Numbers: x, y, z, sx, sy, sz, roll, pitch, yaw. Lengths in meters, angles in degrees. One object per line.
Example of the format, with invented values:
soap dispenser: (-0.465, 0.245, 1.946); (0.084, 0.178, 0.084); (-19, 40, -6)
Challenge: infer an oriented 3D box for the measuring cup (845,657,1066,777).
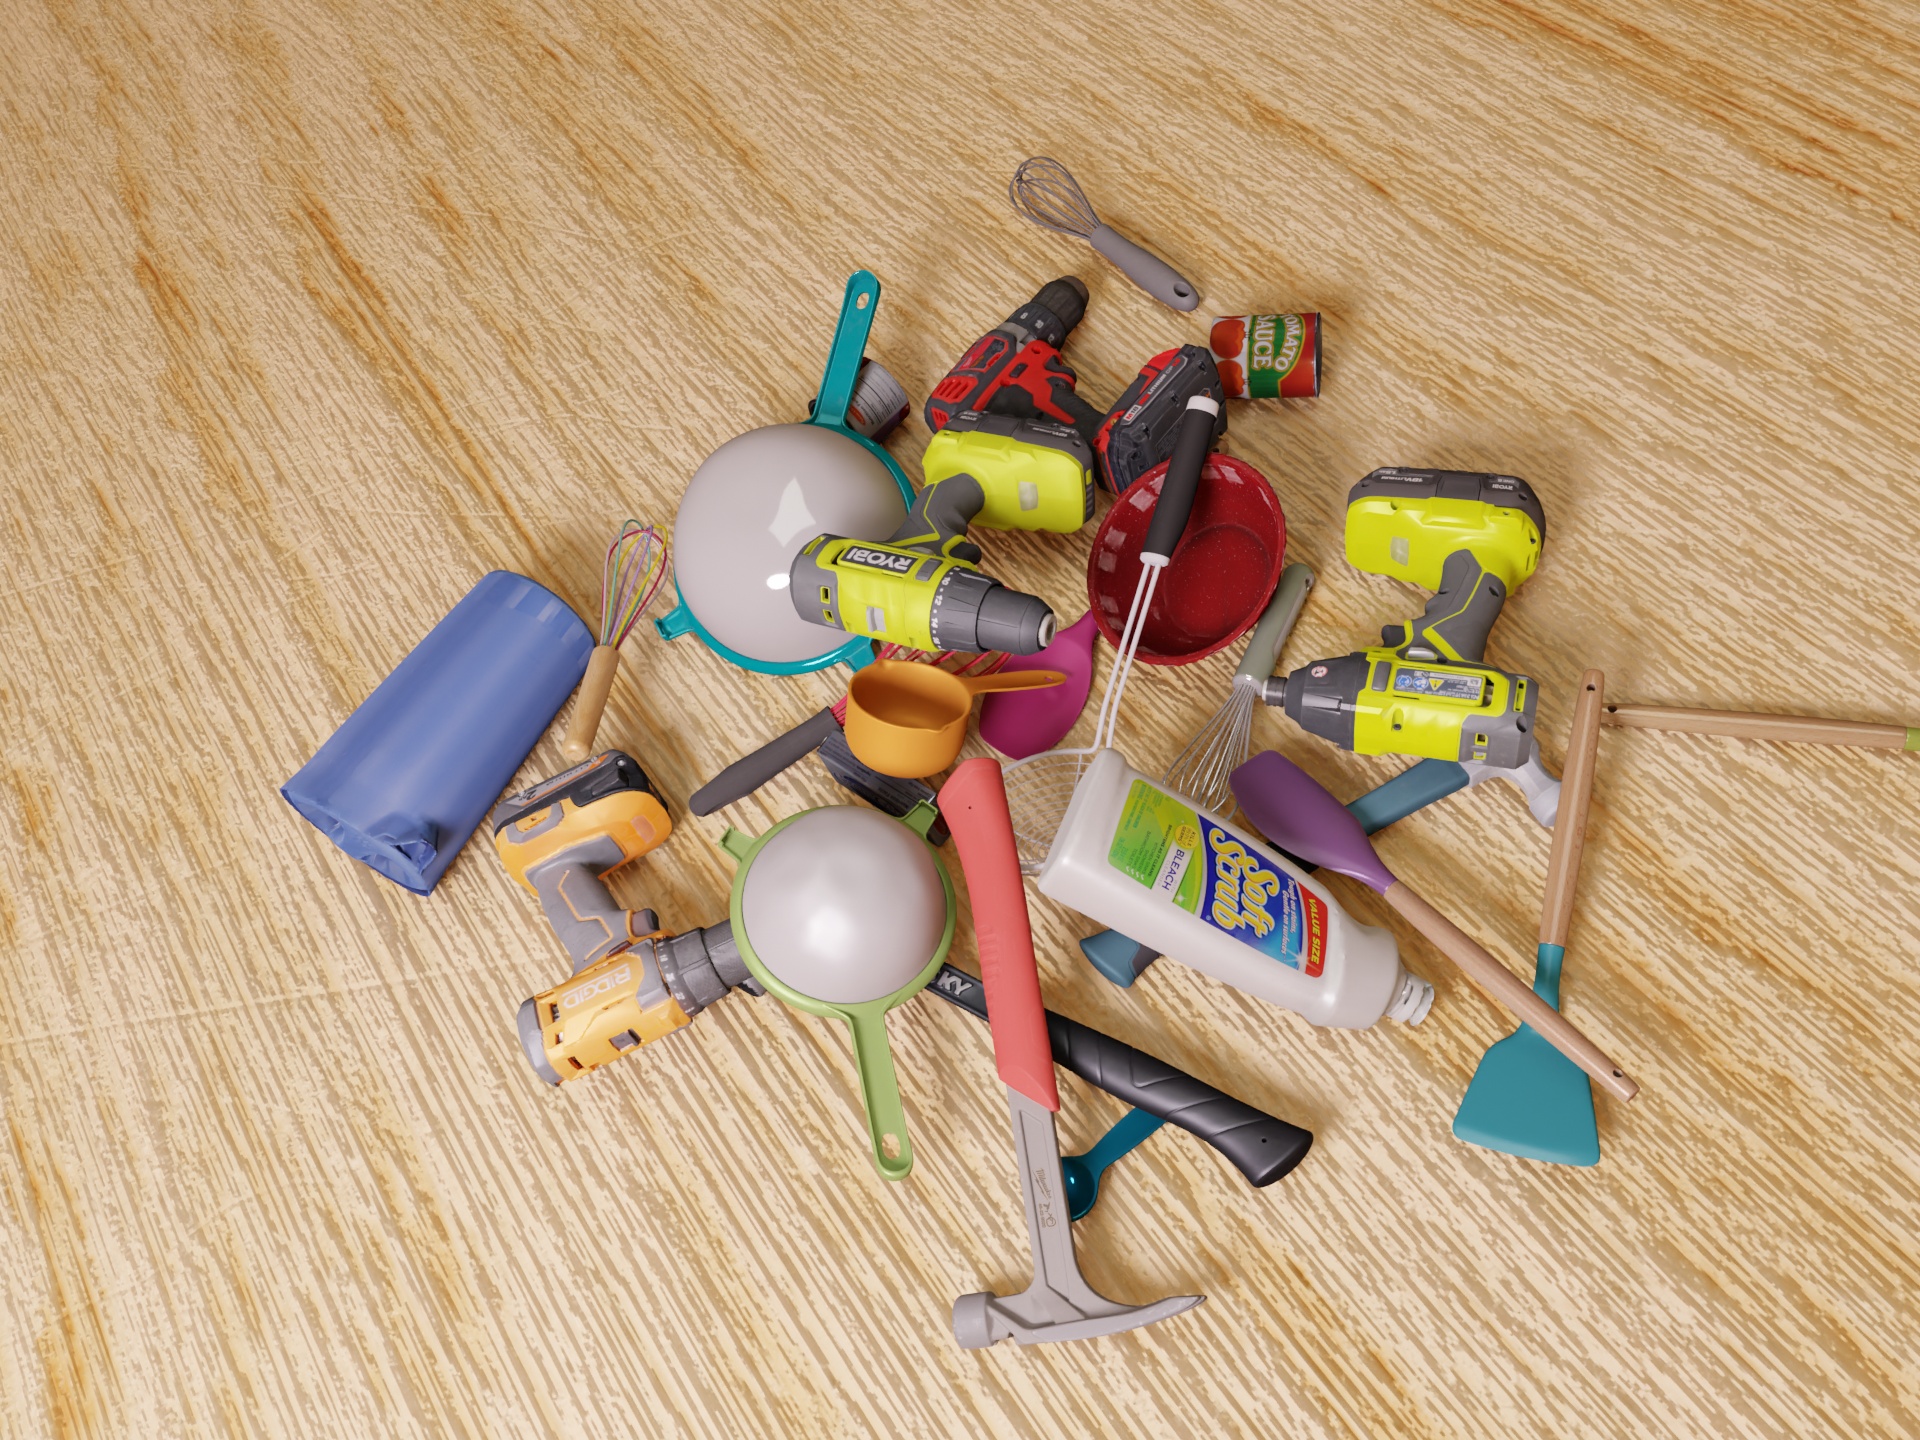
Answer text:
measuring cup: (-0.002, -0.004, 1.143); (0.173, 0.052, 0.095); (-8, 37, -28)

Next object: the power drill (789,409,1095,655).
power drill: (0.011, -0.130, 1.149); (0.191, 0.080, 0.229); (14, 44, 23)

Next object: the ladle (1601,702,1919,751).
ladle: (0.571, 0.002, 1.009); (0.320, 0.062, 0.078); (6, 61, 21)

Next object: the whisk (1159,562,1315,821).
whisk: (0.201, -0.018, 1.125); (0.059, 0.057, 0.246); (14, 60, 28)

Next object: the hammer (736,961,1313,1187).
hammer: (0.038, 0.190, 1.041); (0.409, 0.036, 0.149); (23, 66, 28)

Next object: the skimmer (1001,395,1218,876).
skimmer: (0.102, -0.064, 1.102); (0.127, 0.090, 0.363); (14, 84, 42)

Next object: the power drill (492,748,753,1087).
power drill: (-0.229, 0.125, 1.116); (0.185, 0.084, 0.226); (-26, 48, -1)

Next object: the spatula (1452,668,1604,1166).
spatula: (0.372, 0.113, 0.984); (0.082, 0.044, 0.318); (7, 73, 24)

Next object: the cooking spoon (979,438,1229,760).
cooking spoon: (0.118, -0.099, 1.211); (0.069, 0.017, 0.319); (33, 72, 11)

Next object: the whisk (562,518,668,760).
whisk: (-0.269, -0.069, 1.240); (0.047, 0.051, 0.245); (0, 49, 8)

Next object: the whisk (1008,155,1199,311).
whisk: (0.125, -0.425, 1.393); (0.055, 0.055, 0.239); (-39, 62, -10)

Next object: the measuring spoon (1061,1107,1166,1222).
measuring spoon: (0.099, 0.270, 1.000); (0.128, 0.021, 0.042); (-35, 49, -18)

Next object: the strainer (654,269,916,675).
strainer: (-0.126, -0.208, 1.241); (0.211, 0.095, 0.340); (12, 82, 18)

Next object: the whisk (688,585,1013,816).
whisk: (-0.077, -0.011, 1.190); (0.296, 0.073, 0.073); (-33, 57, 0)

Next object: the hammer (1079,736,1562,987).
hammer: (0.233, 0.086, 1.061); (0.331, 0.033, 0.128); (-28, 58, -3)

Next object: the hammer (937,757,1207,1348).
hammer: (0.046, 0.193, 0.986); (0.149, 0.036, 0.359); (-15, 68, 15)

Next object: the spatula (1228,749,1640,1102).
spatula: (0.286, 0.122, 0.990); (0.060, 0.018, 0.316); (-31, 54, -23)

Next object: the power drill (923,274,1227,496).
power drill: (0.103, -0.274, 1.282); (0.227, 0.080, 0.188); (25, 66, 35)

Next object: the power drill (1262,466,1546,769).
power drill: (0.308, -0.071, 1.082); (0.171, 0.080, 0.223); (8, 51, 19)

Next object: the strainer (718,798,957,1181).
strainer: (-0.062, 0.157, 1.008); (0.151, 0.069, 0.257); (-7, 62, -13)
